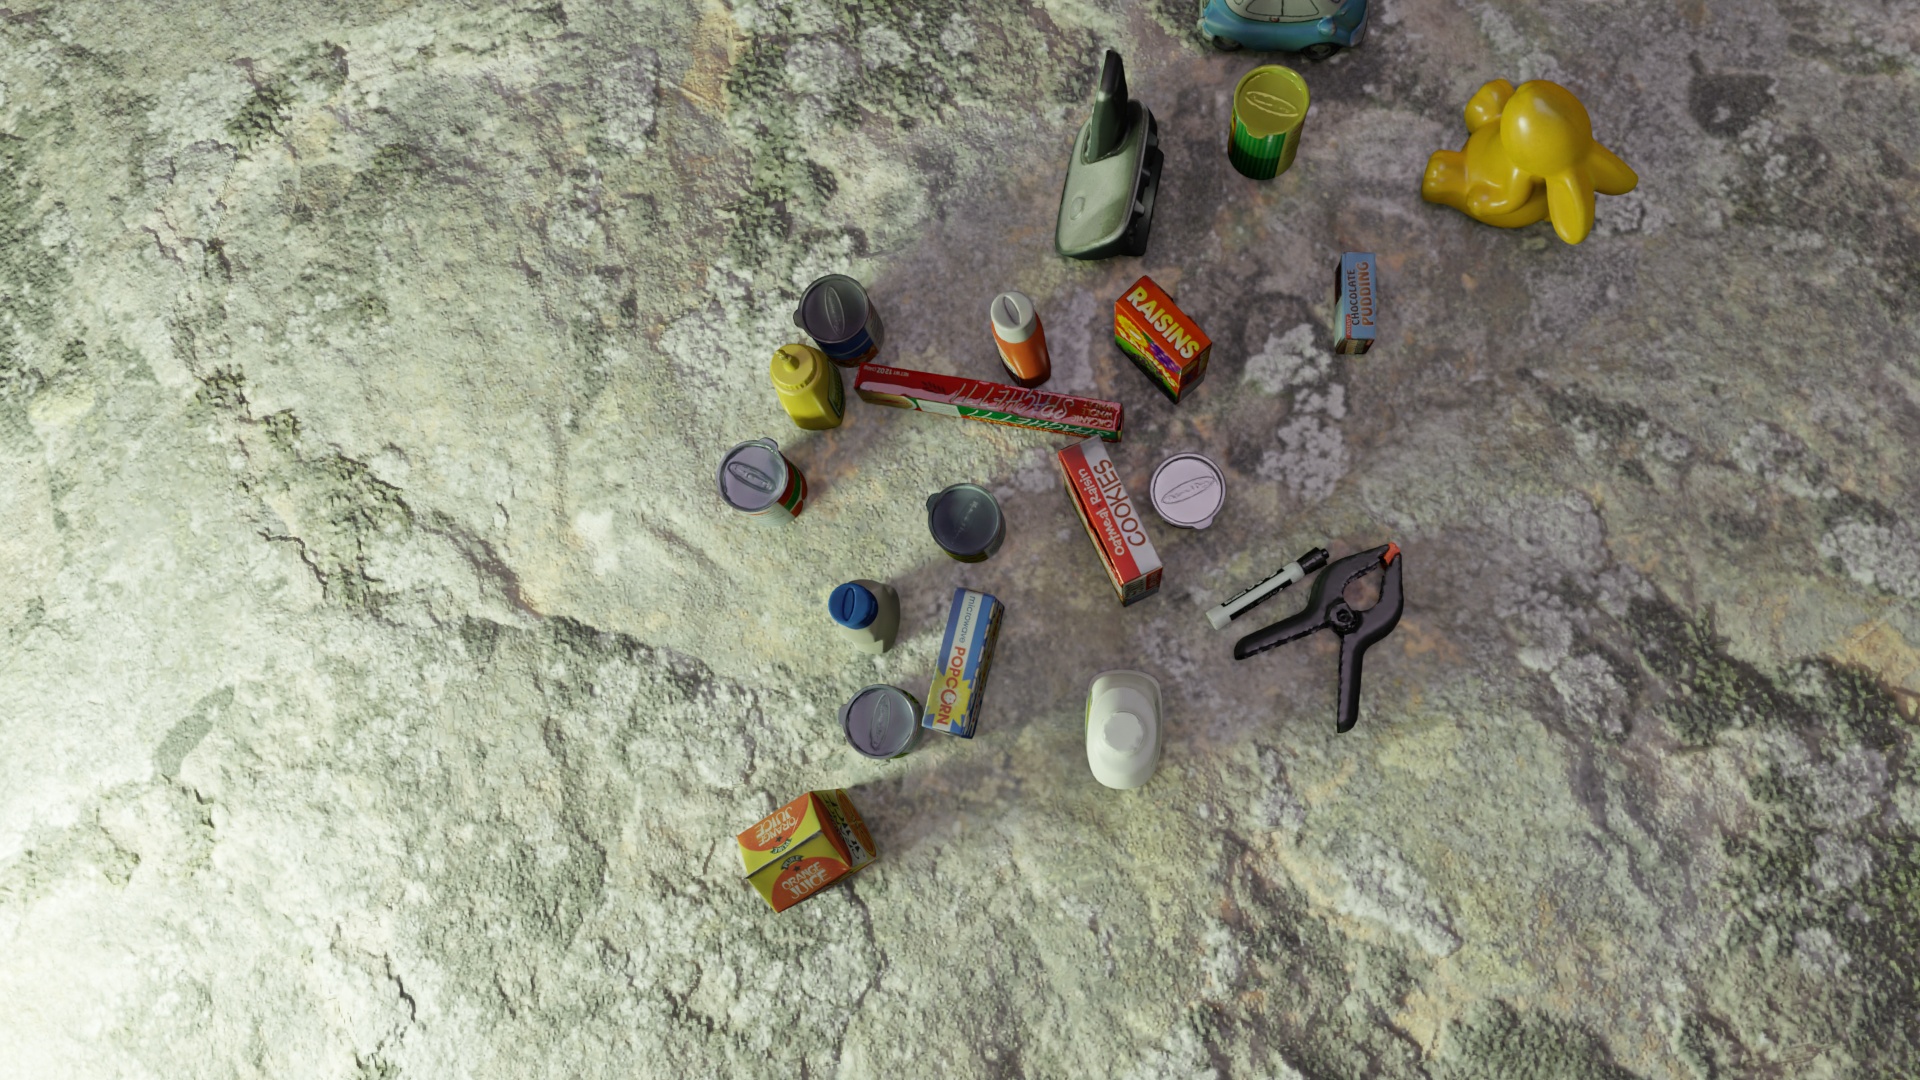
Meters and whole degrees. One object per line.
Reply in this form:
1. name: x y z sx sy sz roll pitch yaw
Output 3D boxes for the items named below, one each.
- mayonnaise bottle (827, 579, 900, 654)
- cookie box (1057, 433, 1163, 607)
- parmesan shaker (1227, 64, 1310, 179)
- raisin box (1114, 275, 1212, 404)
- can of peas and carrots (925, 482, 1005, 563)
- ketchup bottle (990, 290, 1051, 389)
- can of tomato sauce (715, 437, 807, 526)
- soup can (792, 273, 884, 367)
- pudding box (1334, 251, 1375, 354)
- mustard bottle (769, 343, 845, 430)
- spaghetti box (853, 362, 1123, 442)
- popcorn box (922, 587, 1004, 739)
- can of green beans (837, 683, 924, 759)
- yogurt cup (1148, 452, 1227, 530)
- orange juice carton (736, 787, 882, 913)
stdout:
1. mayonnaise bottle: -0.084 0.063 1.214 0.041 0.148 0.065 6 82 8
2. cookie box: 0.129 -0.013 1.193 0.040 0.167 0.123 -26 79 2
3. parmesan shaker: 0.278 -0.378 1.271 0.071 0.103 0.071 -1 81 7
4. raisin box: 0.180 -0.177 1.237 0.040 0.123 0.086 -42 79 -1
5. can of peas and carrots: 0.005 -0.016 1.263 0.071 0.058 0.071 -1 81 6
6. ketchup bottle: 0.053 -0.183 1.240 0.043 0.148 0.065 -26 79 2
7. can of tomato sauce: -0.181 -0.053 1.278 0.071 0.083 0.071 -1 81 7
8. soup can: -0.112 -0.203 1.296 0.071 0.083 0.071 -1 81 7
9. pudding box: 0.358 -0.215 1.261 0.030 0.049 0.084 1 81 7
10. mustard bottle: -0.140 -0.143 1.250 0.049 0.160 0.065 -4 81 6
11. spaghetti box: 0.028 -0.127 1.284 0.250 0.050 0.029 10 82 8
12. popcorn box: 0.004 0.109 1.228 0.038 0.085 0.127 13 82 9
13. can of green beans: -0.067 0.163 1.242 0.071 0.057 0.071 -1 81 6
14. yogurt cup: 0.203 -0.041 1.247 0.072 0.054 0.072 -1 81 6
15. orange juice carton: -0.128 0.257 1.164 0.072 0.192 0.073 -31 79 1
